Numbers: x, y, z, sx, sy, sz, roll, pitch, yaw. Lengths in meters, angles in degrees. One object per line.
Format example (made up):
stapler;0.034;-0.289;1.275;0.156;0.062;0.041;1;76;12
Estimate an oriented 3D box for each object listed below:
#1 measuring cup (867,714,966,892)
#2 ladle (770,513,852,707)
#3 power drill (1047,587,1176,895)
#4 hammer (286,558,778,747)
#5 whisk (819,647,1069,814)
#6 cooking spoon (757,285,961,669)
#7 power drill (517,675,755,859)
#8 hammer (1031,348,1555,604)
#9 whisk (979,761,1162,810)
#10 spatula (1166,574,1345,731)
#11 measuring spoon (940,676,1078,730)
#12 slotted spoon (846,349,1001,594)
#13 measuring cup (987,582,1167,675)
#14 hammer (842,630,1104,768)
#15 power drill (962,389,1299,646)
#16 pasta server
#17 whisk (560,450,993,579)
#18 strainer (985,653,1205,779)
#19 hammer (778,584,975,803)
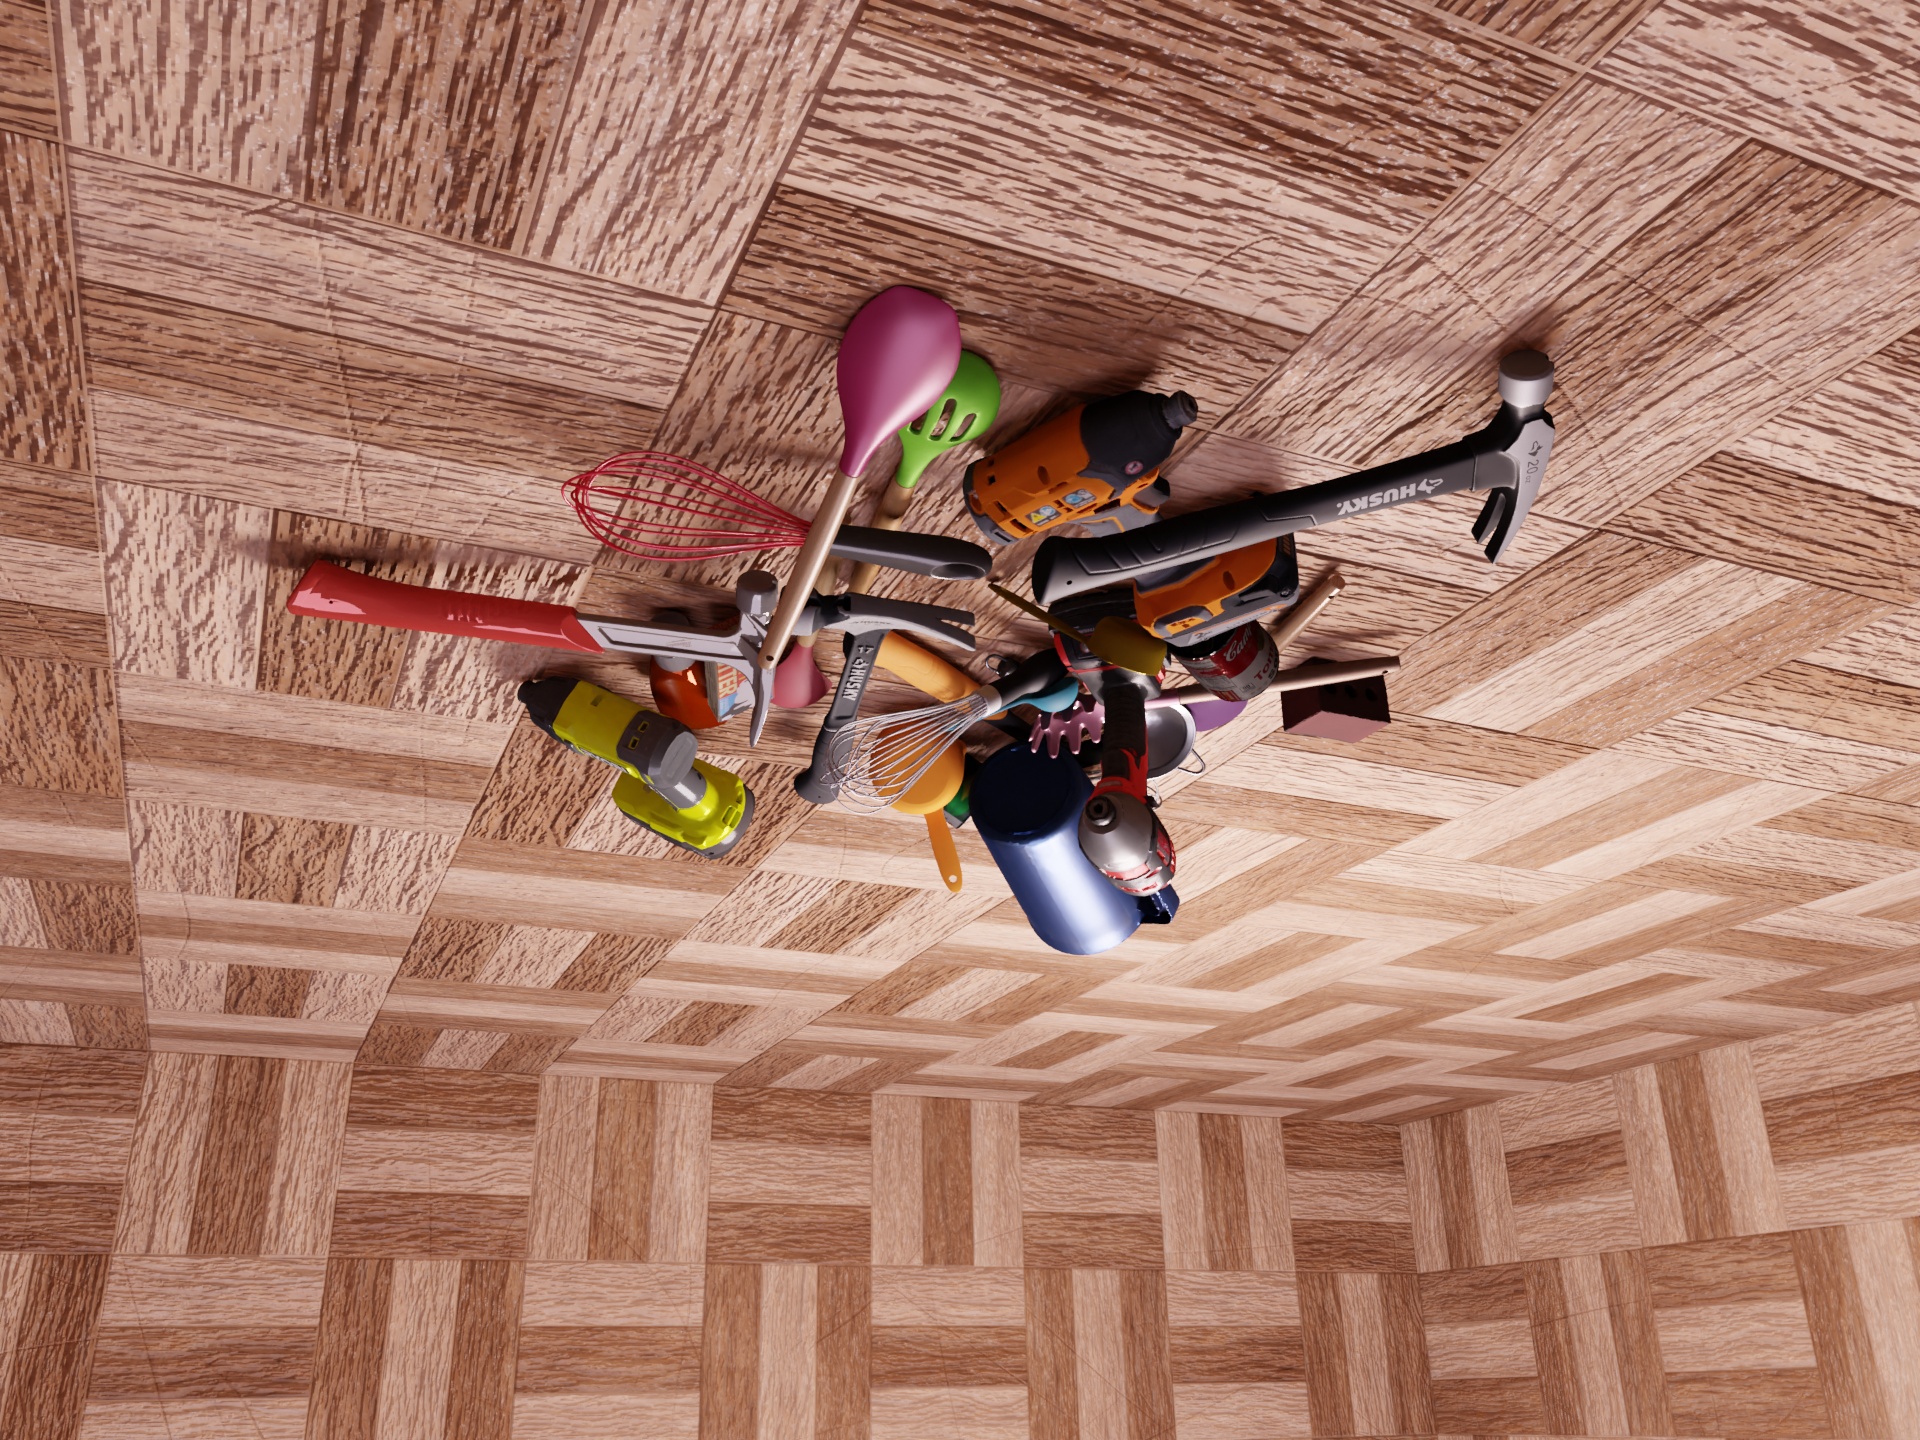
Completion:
measuring cup;-0.028;0.082;1.451;0.095;0.173;0.052;-16;-172;2
ladle;-0.117;-0.077;1.262;0.069;0.031;0.315;4;155;-13
power drill;0.122;0.016;1.240;0.078;0.220;0.143;-10;156;18
hammer;-0.318;-0.065;1.200;0.359;0.037;0.149;7;127;-5
whisk;-0.002;-0.005;1.248;0.284;0.070;0.070;-29;179;-41
cooking spoon;-0.078;-0.140;1.009;0.068;0.017;0.318;18;134;-12
power drill;-0.286;0.036;1.418;0.171;0.080;0.223;22;163;22
hammer;0.207;-0.128;1.005;0.335;0.035;0.146;-15;137;-1
whisk;0.084;0.063;1.579;0.246;0.059;0.057;9;119;-13
spatula;0.253;-0.048;1.354;0.059;0.018;0.315;3;158;-13
measuring spoon;0.043;-0.005;1.343;0.128;0.021;0.042;-20;-166;22
slotted spoon;-0.041;-0.152;1.089;0.070;0.031;0.313;10;156;-12
measuring cup;0.086;-0.079;1.190;0.157;0.029;0.062;31;-162;26
hammer;0.018;-0.018;1.394;0.127;0.034;0.336;-15;153;31
power drill;0.134;-0.139;1.062;0.164;0.084;0.226;-23;145;37
pasta server;0.213;-0.018;1.346;0.316;0.040;0.060;-9;151;7
whisk;-0.119;-0.128;1.073;0.295;0.073;0.073;8;155;-15
strainer;0.120;-0.010;1.411;0.258;0.050;0.087;24;111;-34
hammer;-0.093;-0.008;1.333;0.149;0.036;0.408;3;158;-10
